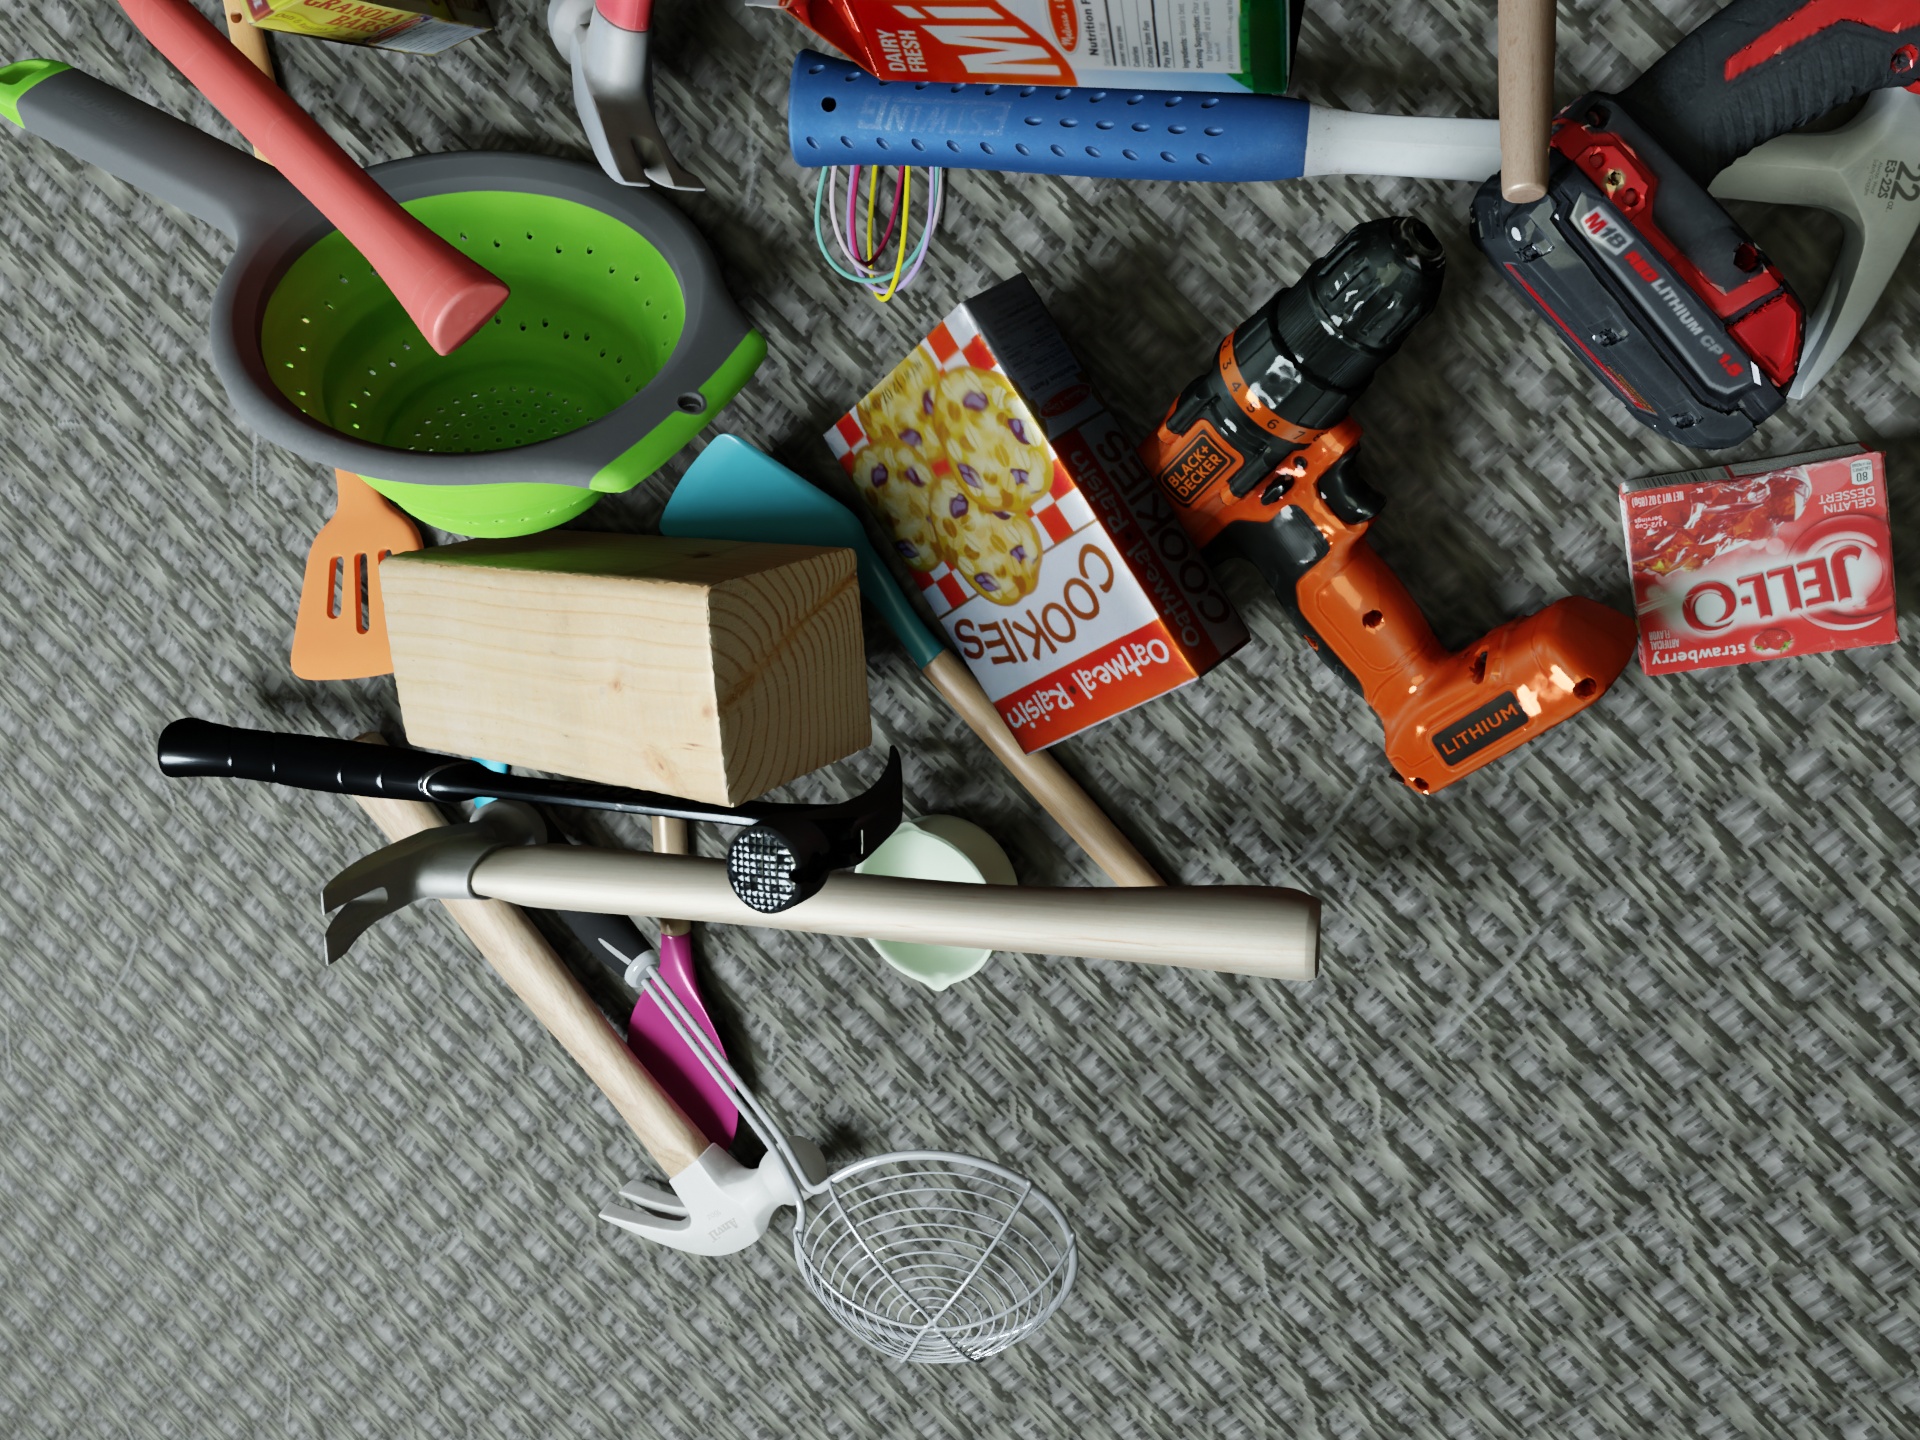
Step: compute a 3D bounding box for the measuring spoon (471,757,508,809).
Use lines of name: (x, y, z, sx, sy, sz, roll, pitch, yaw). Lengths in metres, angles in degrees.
measuring spoon: (-0.240, -0.009, 0.803, 0.042, 0.021, 0.128, 15, 110, 14)

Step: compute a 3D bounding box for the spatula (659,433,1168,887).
spatula: (-0.001, -0.002, 0.714, 0.317, 0.044, 0.082, 46, 139, -2)

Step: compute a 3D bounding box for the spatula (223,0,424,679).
spatula: (-0.312, -0.181, 0.763, 0.081, 0.041, 0.322, -7, 104, 7)

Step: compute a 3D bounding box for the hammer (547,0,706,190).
hammer: (-0.087, -0.374, 0.521, 0.386, 0.038, 0.143, 111, 145, -41)

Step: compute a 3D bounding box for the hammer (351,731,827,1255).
hammer: (-0.214, 0.142, 0.829, 0.331, 0.031, 0.130, 50, 123, 2)

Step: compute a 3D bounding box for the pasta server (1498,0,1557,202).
pasta server: (0.184, -0.315, 0.491, 0.040, 0.060, 0.316, 0, 84, 29)

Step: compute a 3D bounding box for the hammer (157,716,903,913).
hammer: (-0.216, 0.027, 0.742, 0.409, 0.149, 0.036, 5, 104, 24)

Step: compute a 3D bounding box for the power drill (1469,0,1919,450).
power drill: (0.286, -0.195, 0.499, 0.143, 0.078, 0.219, 44, 108, -6)

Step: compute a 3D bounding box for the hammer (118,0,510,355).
hammer: (-0.307, -0.272, 0.636, 0.037, 0.149, 0.359, -45, 74, -4)

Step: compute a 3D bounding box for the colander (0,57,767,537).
colander: (-0.272, -0.184, 0.704, 0.397, 0.204, 0.094, 28, 146, 14)

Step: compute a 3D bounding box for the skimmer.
skimmer: (-0.097, 0.156, 0.768, 0.364, 0.090, 0.127, 45, 123, 24)

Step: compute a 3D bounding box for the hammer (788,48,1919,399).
hammer: (0.137, -0.206, 0.582, 0.405, 0.035, 0.144, 7, 110, 9)

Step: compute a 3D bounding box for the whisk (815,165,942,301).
whisk: (-0.025, -0.293, 0.633, 0.051, 0.047, 0.245, 7, 105, 8)

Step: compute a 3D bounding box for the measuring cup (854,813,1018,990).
measuring cup: (-0.046, 0.082, 0.765, 0.168, 0.038, 0.083, -2, 105, 33)

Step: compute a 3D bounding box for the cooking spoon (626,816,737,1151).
cooking spoon: (-0.145, 0.082, 0.803, 0.069, 0.017, 0.318, 8, 110, 25)

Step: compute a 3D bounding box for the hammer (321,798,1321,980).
hammer: (-0.060, 0.079, 0.668, 0.411, 0.146, 0.038, 3, 103, 16)
